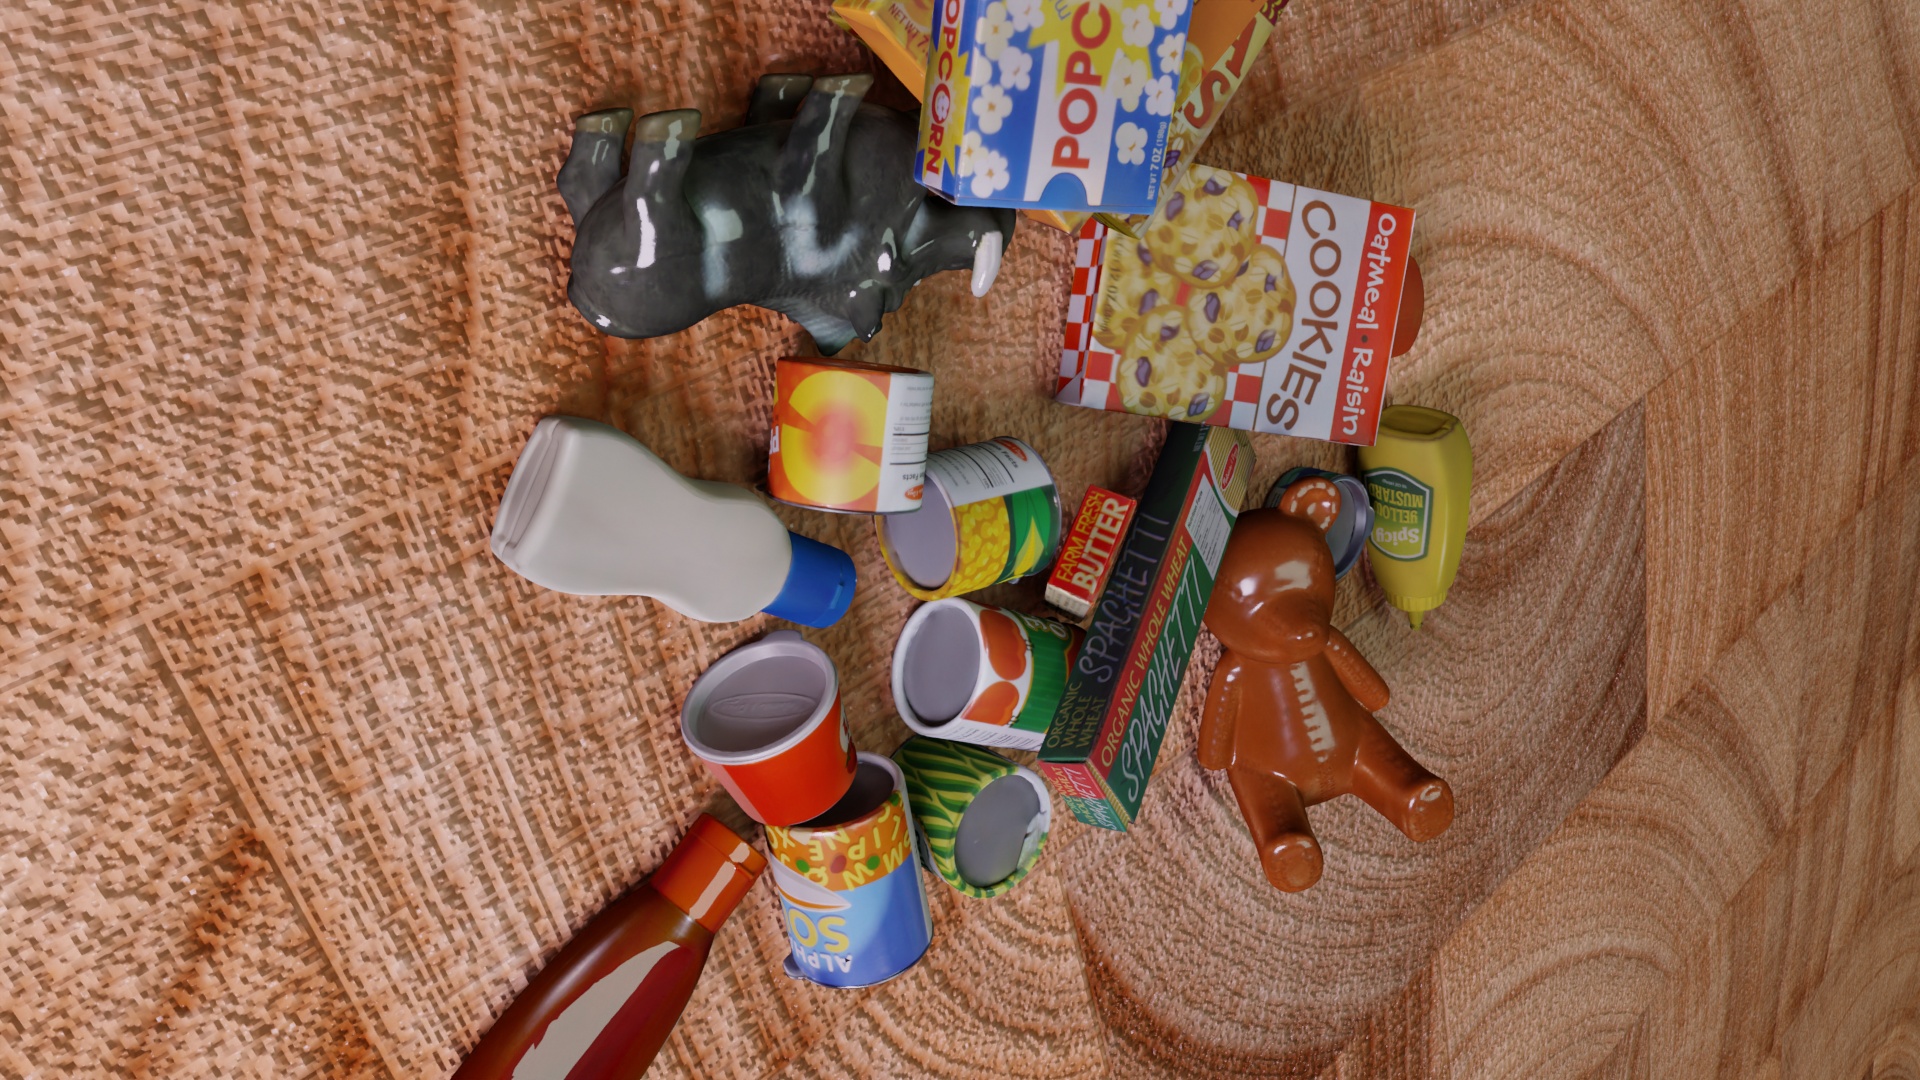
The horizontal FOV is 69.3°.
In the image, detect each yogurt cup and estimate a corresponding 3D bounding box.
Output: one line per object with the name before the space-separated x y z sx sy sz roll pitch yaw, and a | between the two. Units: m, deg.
yogurt cup | -0.077 0.083 0.587 0.073 0.072 0.053 -40 133 -25

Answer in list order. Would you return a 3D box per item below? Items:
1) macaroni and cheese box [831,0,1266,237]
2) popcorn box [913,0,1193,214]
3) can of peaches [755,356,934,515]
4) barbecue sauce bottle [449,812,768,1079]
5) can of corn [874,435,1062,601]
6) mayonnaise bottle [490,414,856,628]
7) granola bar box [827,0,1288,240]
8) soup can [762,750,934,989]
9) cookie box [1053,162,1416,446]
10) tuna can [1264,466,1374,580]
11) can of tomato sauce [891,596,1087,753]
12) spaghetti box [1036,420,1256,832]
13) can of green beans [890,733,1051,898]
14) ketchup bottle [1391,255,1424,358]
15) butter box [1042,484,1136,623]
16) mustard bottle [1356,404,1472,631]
macaroni and cheese box | 0.051 -0.220 0.524 0.166 0.040 0.123 -51 127 0
popcorn box | 0.035 -0.181 0.483 0.085 0.038 0.126 -4 115 -29
can of peaches | -0.048 -0.045 0.576 0.071 0.071 0.058 -2 103 -40
barbecue sauce bottle | -0.139 0.183 0.574 0.149 0.044 0.064 -52 129 -18
can of corn | 0.002 -0.008 0.628 0.058 0.071 0.071 -14 111 -37
mayonnaise bottle | -0.107 0.001 0.554 0.148 0.041 0.064 22 91 -43
granola bar box | 0.046 -0.220 0.573 0.165 0.039 0.124 27 97 -37
soup can | -0.053 0.147 0.623 0.071 0.071 0.083 -25 116 -34
cookie box | 0.138 -0.118 0.694 0.168 0.040 0.122 6 97 -19
tuna can | 0.214 -0.010 0.830 0.071 0.033 0.071 -13 110 -38
can of tomato sauce | 0.019 0.063 0.662 0.083 0.071 0.071 16 91 -41
spaghetti box | 0.098 0.026 0.682 0.050 0.028 0.251 57 43 -32
can of green beans | 0.001 0.131 0.670 0.071 0.058 0.071 -13 110 -38
ketchup bottle | 0.201 -0.127 0.781 0.149 0.043 0.064 -14 110 -37
butter box | 0.061 0.008 0.668 0.103 0.024 0.053 77 37 -81
mustard bottle | 0.287 -0.005 0.876 0.049 0.065 0.159 -34 126 -34
